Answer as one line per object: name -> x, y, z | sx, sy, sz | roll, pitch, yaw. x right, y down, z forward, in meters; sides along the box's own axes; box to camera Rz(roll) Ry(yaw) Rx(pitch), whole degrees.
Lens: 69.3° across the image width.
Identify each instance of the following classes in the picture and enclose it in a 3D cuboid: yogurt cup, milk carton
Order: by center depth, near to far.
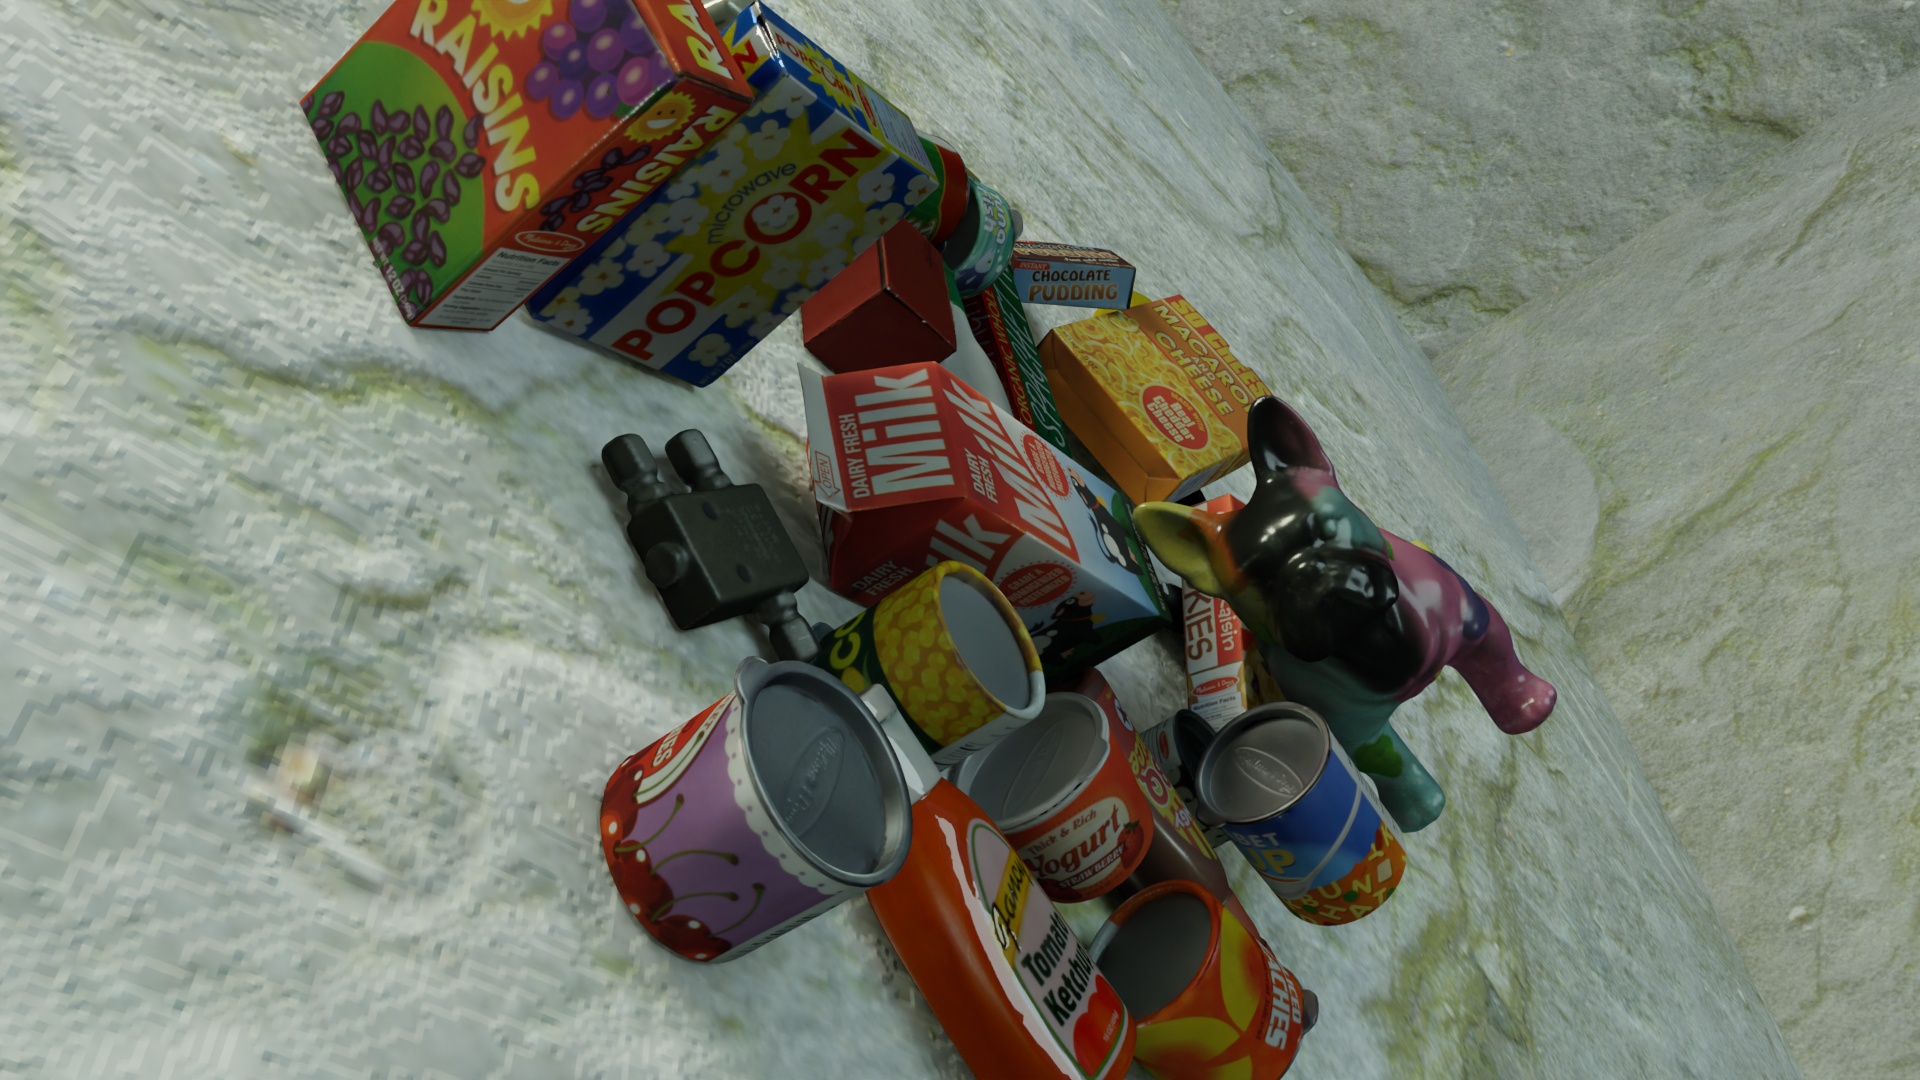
yogurt cup -> 0.037, 0.100, 0.528 | 0.053, 0.072, 0.073 | 55, 23, -25
milk carton -> 0.002, -0.007, 0.578 | 0.190, 0.073, 0.072 | 31, 35, -44

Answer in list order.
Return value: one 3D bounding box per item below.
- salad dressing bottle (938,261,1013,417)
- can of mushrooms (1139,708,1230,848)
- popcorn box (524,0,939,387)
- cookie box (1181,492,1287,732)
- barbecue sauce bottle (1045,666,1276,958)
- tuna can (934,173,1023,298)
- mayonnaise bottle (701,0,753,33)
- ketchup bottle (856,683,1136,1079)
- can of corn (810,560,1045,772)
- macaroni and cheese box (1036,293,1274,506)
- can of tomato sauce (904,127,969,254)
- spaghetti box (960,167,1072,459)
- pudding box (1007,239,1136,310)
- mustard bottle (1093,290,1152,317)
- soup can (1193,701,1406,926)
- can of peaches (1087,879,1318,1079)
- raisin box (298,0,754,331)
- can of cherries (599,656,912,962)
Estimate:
salad dressing bottle -> -0.006, -0.081, 0.692 | 0.064, 0.044, 0.148 | 29, 35, -43
can of mushrooms -> 0.112, 0.121, 0.677 | 0.071, 0.033, 0.071 | 43, 27, -28
popcorn box -> -0.082, -0.114, 0.486 | 0.085, 0.126, 0.038 | 22, 38, -53
cookie box -> 0.177, 0.072, 0.797 | 0.123, 0.040, 0.168 | 30, 51, -40
barbecue sauce bottle -> 0.080, 0.128, 0.594 | 0.148, 0.043, 0.065 | 57, 14, -1
tuna can -> -0.003, -0.171, 0.773 | 0.033, 0.071, 0.071 | 10, 51, -57
mayonnaise bottle -> -0.128, -0.265, 0.669 | 0.041, 0.064, 0.149 | 40, 25, -41
ketchup bottle -> -0.001, 0.118, 0.456 | 0.149, 0.043, 0.065 | 56, 24, -1
can of corn -> -0.012, 0.046, 0.503 | 0.071, 0.058, 0.071 | 43, 27, -29
macaroni and cheese box -> 0.132, -0.092, 0.890 | 0.124, 0.040, 0.167 | 51, 39, 12
can of tomato sauce -> -0.043, -0.186, 0.724 | 0.083, 0.071, 0.071 | -4, 63, -62
spaghetti box -> 0.012, -0.140, 0.815 | 0.050, 0.028, 0.251 | 30, 35, -44
pudding box -> 0.064, -0.170, 0.884 | 0.084, 0.030, 0.050 | 2, 25, -19
mustard bottle -> 0.138, -0.108, 0.987 | 0.065, 0.048, 0.161 | 28, 37, -40
soup can -> 0.153, 0.127, 0.631 | 0.083, 0.071, 0.072 | 51, 24, -28
can of peaches -> 0.089, 0.171, 0.527 | 0.058, 0.071, 0.071 | 46, 26, -20
raisin box -> -0.133, -0.132, 0.417 | 0.086, 0.123, 0.040 | 62, 24, 10
can of cherries -> -0.058, 0.073, 0.386 | 0.071, 0.058, 0.072 | 42, 29, -30
